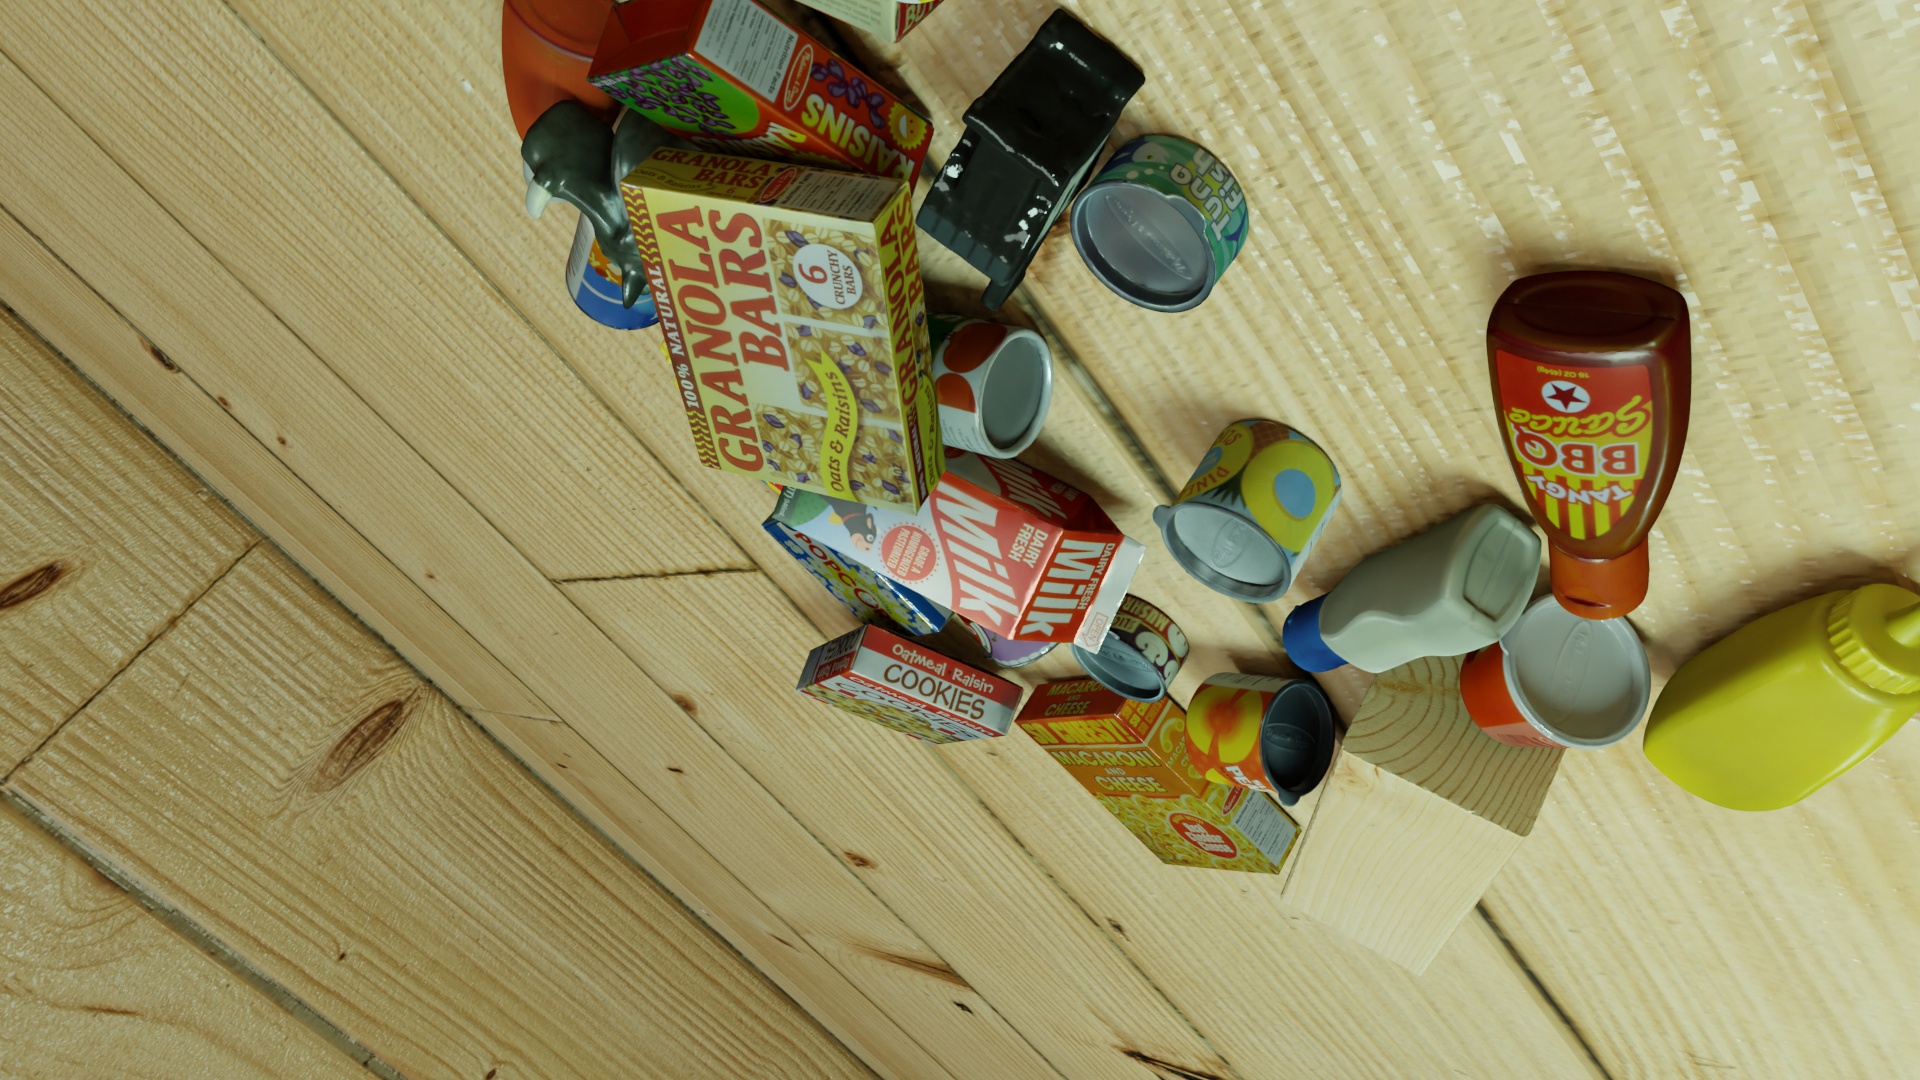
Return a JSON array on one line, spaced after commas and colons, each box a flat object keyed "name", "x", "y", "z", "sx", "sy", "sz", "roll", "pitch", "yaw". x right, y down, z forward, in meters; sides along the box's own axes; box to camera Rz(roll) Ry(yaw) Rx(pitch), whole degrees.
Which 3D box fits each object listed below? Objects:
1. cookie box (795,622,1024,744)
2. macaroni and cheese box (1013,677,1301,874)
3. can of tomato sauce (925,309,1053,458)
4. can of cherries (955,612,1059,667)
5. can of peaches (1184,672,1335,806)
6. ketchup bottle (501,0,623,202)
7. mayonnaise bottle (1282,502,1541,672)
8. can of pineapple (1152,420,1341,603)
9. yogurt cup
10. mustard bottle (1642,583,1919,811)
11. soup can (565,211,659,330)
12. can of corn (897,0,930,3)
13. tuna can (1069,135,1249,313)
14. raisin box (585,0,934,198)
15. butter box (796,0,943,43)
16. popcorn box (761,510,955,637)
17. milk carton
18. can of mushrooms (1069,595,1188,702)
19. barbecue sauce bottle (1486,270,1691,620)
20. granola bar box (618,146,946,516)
[{"name": "cookie box", "x": -0.042, "y": 0.109, "z": 1.029, "sx": 0.123, "sy": 0.040, "sz": 0.167, "roll": 23, "pitch": 163, "yaw": -14}, {"name": "macaroni and cheese box", "x": 0.133, "y": 0.160, "z": 0.951, "sx": 0.166, "sy": 0.040, "sz": 0.123, "roll": 45, "pitch": 153, "yaw": -16}, {"name": "can of tomato sauce", "x": -0.004, "y": -0.083, "z": 0.702, "sx": 0.083, "sy": 0.071, "sz": 0.071, "roll": 17, "pitch": 147, "yaw": 34}, {"name": "can of cherries", "x": 0.028, "y": 0.035, "z": 0.844, "sx": 0.071, "sy": 0.072, "sz": 0.058, "roll": -2, "pitch": 134, "yaw": 51}, {"name": "can of peaches", "x": 0.170, "y": 0.112, "z": 0.795, "sx": 0.058, "sy": 0.071, "sz": 0.071, "roll": 1, "pitch": 136, "yaw": 51}, {"name": "ketchup bottle", "x": -0.211, "y": -0.232, "z": 0.736, "sx": 0.065, "sy": 0.044, "sz": 0.148, "roll": 32, "pitch": 154, "yaw": -7}, {"name": "mayonnaise bottle", "x": 0.201, "y": 0.031, "z": 0.641, "sx": 0.041, "sy": 0.065, "sz": 0.147, "roll": 35, "pitch": 158, "yaw": -5}, {"name": "can of pineapple", "x": 0.135, "y": -0.015, "z": 0.648, "sx": 0.071, "sy": 0.058, "sz": 0.070, "roll": 28, "pitch": 152, "yaw": 17}, {"name": "yogurt cup", "x": 0.259, "y": 0.061, "z": 0.614, "sx": 0.072, "sy": 0.072, "sz": 0.053, "roll": 36, "pitch": 161, "yaw": 1}, {"name": "mustard bottle", "x": 0.329, "y": 0.056, "z": 0.534, "sx": 0.065, "sy": 0.049, "sz": 0.159, "roll": 32, "pitch": 152, "yaw": 10}, {"name": "soup can", "x": -0.182, "y": -0.165, "z": 0.786, "sx": 0.071, "sy": 0.071, "sz": 0.083, "roll": 40, "pitch": 153, "yaw": -6}, {"name": "can of corn", "x": -0.011, "y": -0.231, "z": 0.477, "sx": 0.071, "sy": 0.058, "sz": 0.070, "roll": 28, "pitch": 152, "yaw": 17}, {"name": "tuna can", "x": 0.081, "y": -0.128, "z": 0.559, "sx": 0.071, "sy": 0.033, "sz": 0.070, "roll": 29, "pitch": 152, "yaw": 17}, {"name": "raisin box", "x": -0.085, "y": -0.189, "z": 0.601, "sx": 0.123, "sy": 0.040, "sz": 0.086, "roll": 24, "pitch": 170, "yaw": -42}, {"name": "butter box", "x": -0.052, "y": -0.231, "z": 0.534, "sx": 0.103, "sy": 0.053, "sz": 0.024, "roll": 28, "pitch": 149, "yaw": 16}, {"name": "popcorn box", "x": -0.067, "y": 0.014, "z": 0.963, "sx": 0.126, "sy": 0.038, "sz": 0.085, "roll": 45, "pitch": 154, "yaw": -16}, {"name": "milk carton", "x": 0.003, "y": -0.010, "z": 0.761, "sx": 0.191, "sy": 0.074, "sz": 0.072, "roll": 26, "pitch": 112, "yaw": 9}, {"name": "can of mushrooms", "x": 0.102, "y": 0.064, "z": 0.842, "sx": 0.071, "sy": 0.033, "sz": 0.070, "roll": 29, "pitch": 153, "yaw": 17}, {"name": "barbecue sauce bottle", "x": 0.235, "y": -0.030, "z": 0.517, "sx": 0.065, "sy": 0.044, "sz": 0.148, "roll": 14, "pitch": 146, "yaw": 37}, {"name": "granola bar box", "x": -0.077, "y": -0.095, "z": 0.643, "sx": 0.124, "sy": 0.039, "sz": 0.164, "roll": 13, "pitch": 138, "yaw": 19}]
